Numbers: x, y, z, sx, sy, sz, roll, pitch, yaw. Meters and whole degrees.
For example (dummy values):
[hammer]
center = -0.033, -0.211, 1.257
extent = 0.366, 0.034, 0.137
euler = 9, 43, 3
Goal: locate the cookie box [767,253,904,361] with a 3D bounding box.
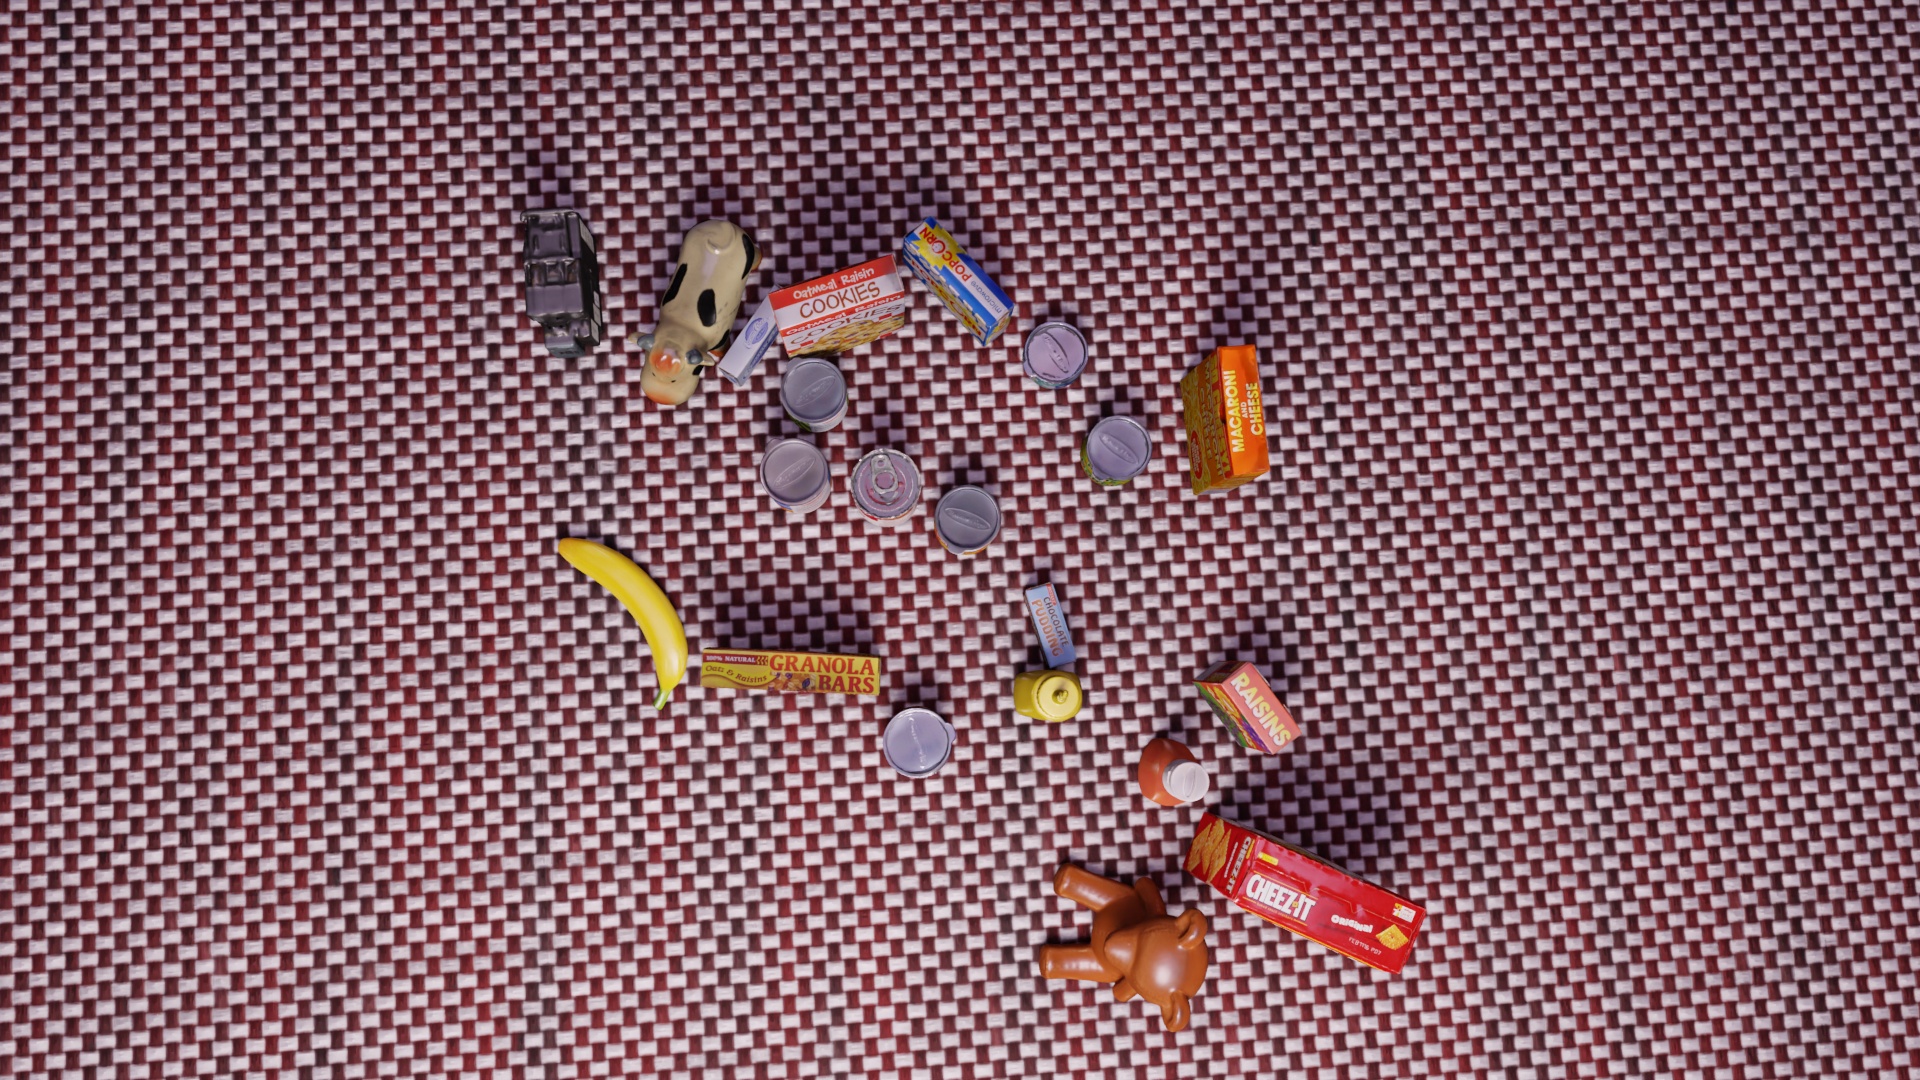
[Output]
[cookie box]
center = -0.118, -0.223, 1.356
extent = 0.123, 0.167, 0.040
euler = -19, 86, -4

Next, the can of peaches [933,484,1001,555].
[can of peaches]
center = 0.005, -0.018, 1.398
extent = 0.071, 0.058, 0.071
euler = 0, 85, -3

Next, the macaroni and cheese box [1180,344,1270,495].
[macaroni and cheese box]
center = 0.257, -0.114, 1.365
extent = 0.040, 0.166, 0.123
euler = -6, 85, -3

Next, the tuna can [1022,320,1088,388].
[tuna can]
center = 0.095, -0.189, 1.431
extent = 0.071, 0.033, 0.071
euler = 0, 85, -3

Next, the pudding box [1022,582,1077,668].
[pudding box]
center = 0.089, 0.086, 1.397
extent = 0.030, 0.049, 0.083
euler = -17, 86, -4

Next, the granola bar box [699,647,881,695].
[granola bar box]
center = -0.160, 0.126, 1.344
extent = 0.166, 0.124, 0.039
euler = 3, 85, -2

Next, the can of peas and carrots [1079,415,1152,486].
[can of peas and carrots]
center = 0.156, -0.088, 1.411
extent = 0.071, 0.058, 0.071
euler = 0, 85, -3

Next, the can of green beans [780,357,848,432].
[can of green beans]
center = -0.146, -0.146, 1.403
extent = 0.071, 0.058, 0.071
euler = 0, 85, -3

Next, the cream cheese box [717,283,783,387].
[cream cheese box]
center = -0.206, -0.207, 1.408
extent = 0.024, 0.053, 0.104
euler = 33, 84, 0

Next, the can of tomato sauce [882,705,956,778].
[can of tomato sauce]
center = -0.041, 0.195, 1.363
extent = 0.071, 0.083, 0.071
euler = 0, 85, -3

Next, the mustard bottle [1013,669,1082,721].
[mustard bottle]
center = 0.087, 0.149, 1.335
extent = 0.065, 0.160, 0.049
euler = -1, 85, -3

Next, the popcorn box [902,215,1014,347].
[popcorn box]
center = -0.003, -0.261, 1.407
extent = 0.038, 0.085, 0.127
euler = -43, 88, -5

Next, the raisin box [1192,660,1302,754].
[raisin box]
center = 0.280, 0.162, 1.362
extent = 0.040, 0.123, 0.086
euler = -36, 88, -5

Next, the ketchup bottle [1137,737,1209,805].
[ketchup bottle]
center = 0.205, 0.226, 1.339
extent = 0.043, 0.148, 0.065
euler = 11, 85, -2

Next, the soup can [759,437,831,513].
[soup can]
center = -0.164, -0.065, 1.382
extent = 0.071, 0.083, 0.071
euler = 0, 85, -3
